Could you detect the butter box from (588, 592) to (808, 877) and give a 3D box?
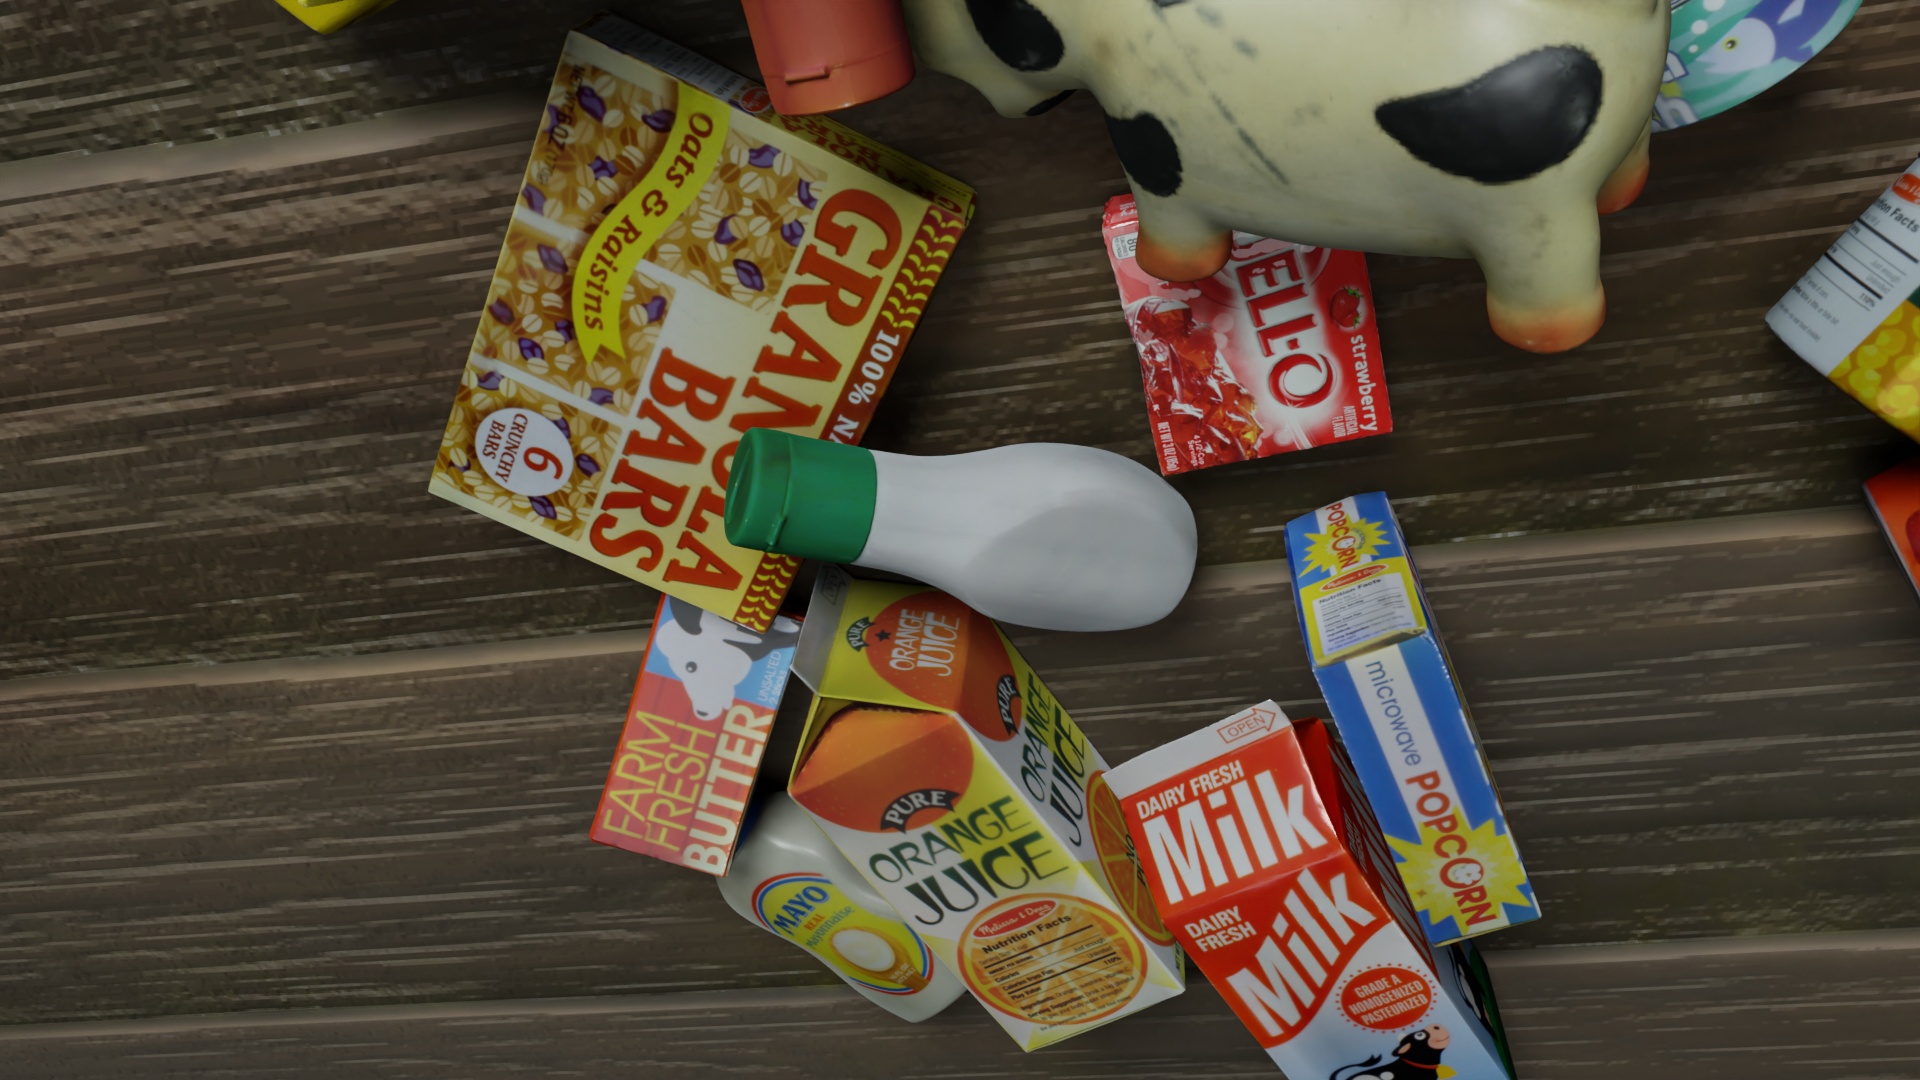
[{"bbox_3d":[-0.095,0.067,0.508,0.053,0.024,0.103,18,95,-4],"label":"butter box"}]

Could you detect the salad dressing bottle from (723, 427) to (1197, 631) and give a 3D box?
[{"bbox_3d":[0.002,-0.006,0.439,0.148,0.044,0.064,9,128,-23],"label":"salad dressing bottle"}]

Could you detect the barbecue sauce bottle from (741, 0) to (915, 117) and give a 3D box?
[{"bbox_3d":[-0.044,-0.171,0.304,0.065,0.044,0.147,-2,121,21],"label":"barbecue sauce bottle"}]

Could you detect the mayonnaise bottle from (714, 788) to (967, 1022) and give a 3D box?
[{"bbox_3d":[-0.059,0.136,0.559,0.148,0.041,0.064,35,120,-13],"label":"mayonnaise bottle"}]

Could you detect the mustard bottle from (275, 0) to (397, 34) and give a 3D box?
[{"bbox_3d":[-0.193,-0.218,0.360,0.065,0.049,0.159,-20,116,19],"label":"mustard bottle"}]

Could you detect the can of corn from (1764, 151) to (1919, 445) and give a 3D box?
[{"bbox_3d":[0.275,-0.063,0.387,0.071,0.071,0.058,28,121,-10],"label":"can of corn"}]

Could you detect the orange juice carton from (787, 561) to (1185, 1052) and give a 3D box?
[{"bbox_3d":[0.003,0.092,0.508,0.073,0.072,0.192,-29,114,21],"label":"orange juice carton"}]

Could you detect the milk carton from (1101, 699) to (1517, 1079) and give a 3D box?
[{"bbox_3d":[0.132,0.138,0.519,0.072,0.074,0.190,-29,113,22],"label":"milk carton"}]

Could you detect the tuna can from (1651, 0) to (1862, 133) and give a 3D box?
[{"bbox_3d":[0.187,-0.135,0.353,0.071,0.071,0.032,-34,112,23],"label":"tuna can"}]

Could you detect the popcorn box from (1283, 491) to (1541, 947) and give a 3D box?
[{"bbox_3d":[0.149,0.058,0.463,0.038,0.085,0.126,-20,116,17],"label":"popcorn box"}]

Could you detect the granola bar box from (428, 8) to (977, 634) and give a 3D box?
[{"bbox_3d":[-0.086,-0.063,0.445,0.124,0.039,0.164,24,120,-9],"label":"granola bar box"}]

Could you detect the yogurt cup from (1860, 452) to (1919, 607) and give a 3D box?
[{"bbox_3d":[0.314,-0.003,0.421,0.054,0.073,0.072,-27,115,29],"label":"yogurt cup"}]
